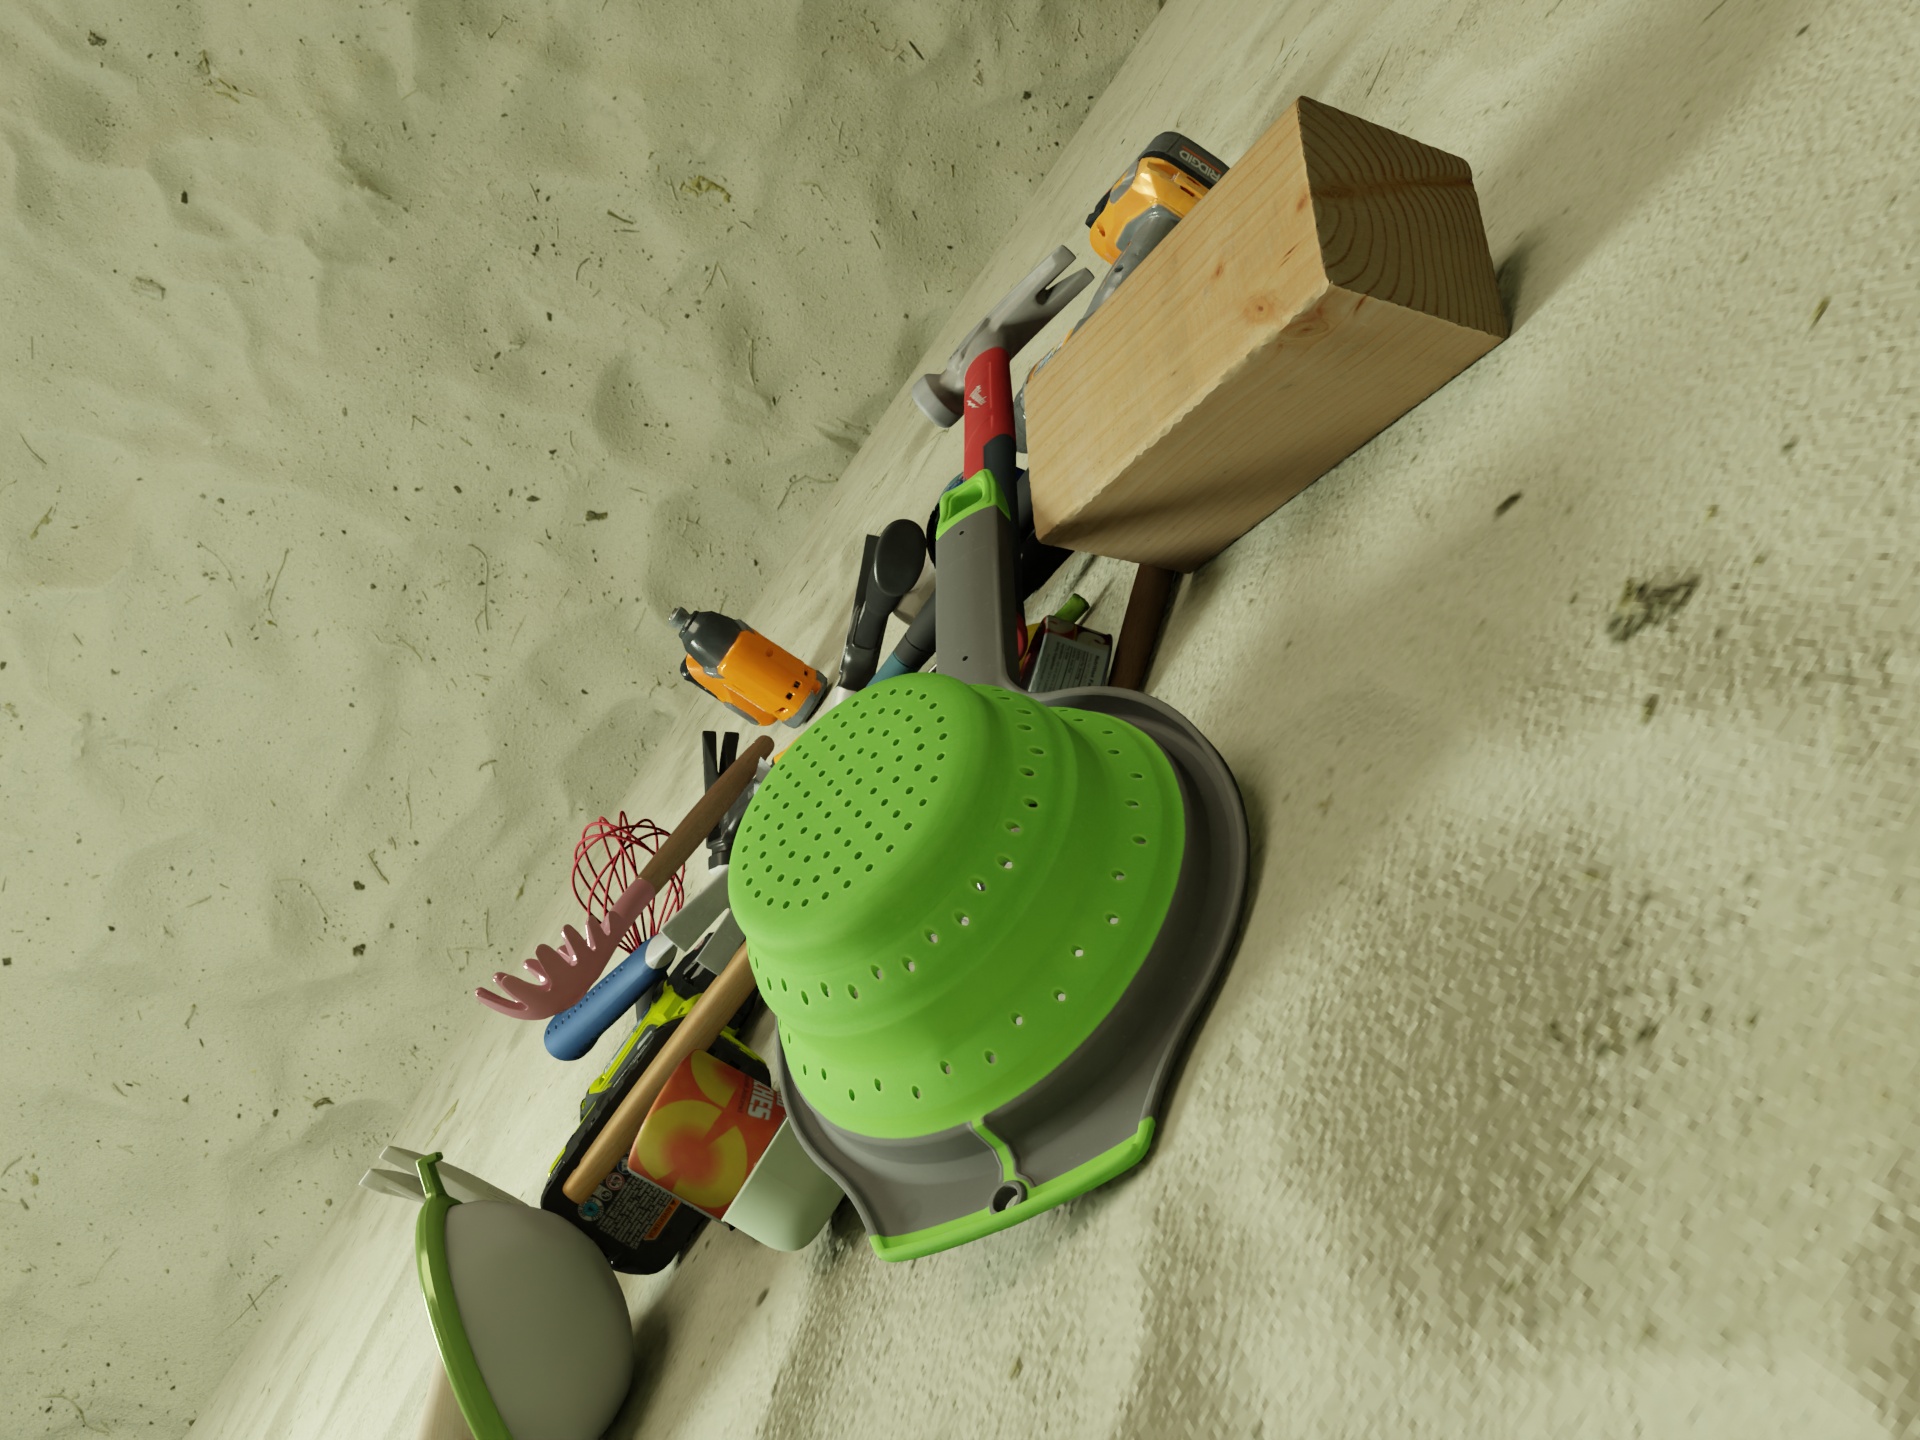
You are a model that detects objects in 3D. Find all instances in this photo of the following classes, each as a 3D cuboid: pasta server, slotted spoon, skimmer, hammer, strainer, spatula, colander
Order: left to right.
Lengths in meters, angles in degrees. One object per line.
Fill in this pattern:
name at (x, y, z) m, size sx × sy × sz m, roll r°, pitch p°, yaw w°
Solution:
hammer at (-0.264, 0.359, 0.797) m, size 0.038 × 0.146 × 0.411 m, roll -53°, pitch 17°, yaw 8°
strainer at (-0.179, 0.306, 0.717) m, size 0.069 × 0.151 × 0.257 m, roll -25°, pitch 30°, yaw -11°
pasta server at (-0.177, 0.078, 0.924) m, size 0.060 × 0.040 × 0.316 m, roll -34°, pitch 12°, yaw 29°
hammer at (-0.170, 0.130, 0.902) m, size 0.405 × 0.035 × 0.144 m, roll -42°, pitch 11°, yaw 52°
slotted spoon at (-0.098, 0.112, 0.815) m, size 0.314 × 0.031 × 0.070 m, roll -53°, pitch 2°, yaw -16°
hammer at (-0.124, 0.023, 1.235) m, size 0.337 × 0.034 × 0.127 m, roll -31°, pitch 60°, yaw 54°
hammer at (-0.056, -0.091, 1.129) m, size 0.335 × 0.035 × 0.146 m, roll 137°, pitch 145°, yaw -80°
hammer at (-0.024, -0.051, 1.006) m, size 0.331 × 0.033 × 0.128 m, roll -51°, pitch -15°, yaw 24°
colander at (-0.013, -0.003, 0.609) m, size 0.204 × 0.094 × 0.398 m, roll -30°, pitch 36°, yaw 23°
skimmer at (-0.002, -0.003, 0.950) m, size 0.363 × 0.090 × 0.127 m, roll -46°, pitch 11°, yaw -3°
hammer at (0.028, -0.156, 0.908) m, size 0.143 × 0.038 × 0.387 m, roll -40°, pitch 25°, yaw 24°
hammer at (0.037, -0.149, 1.166) m, size 0.130 × 0.031 × 0.331 m, roll -59°, pitch 14°, yaw -14°
spatula at (0.102, -0.119, 0.825) m, size 0.082 × 0.044 × 0.318 m, roll 112°, pitch 179°, yaw -48°

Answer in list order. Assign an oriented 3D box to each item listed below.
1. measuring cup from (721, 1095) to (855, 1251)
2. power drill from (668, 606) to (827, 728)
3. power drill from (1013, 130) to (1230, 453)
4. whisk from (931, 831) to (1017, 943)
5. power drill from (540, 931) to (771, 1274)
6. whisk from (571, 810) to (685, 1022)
measuring cup at (-0.058, 0.181, 0.702) m, size 0.083 × 0.038 × 0.167 m, roll -58°, pitch -4°, yaw 3°
power drill at (-0.226, -0.059, 1.613) m, size 0.084 × 0.164 × 0.226 m, roll -57°, pitch 11°, yaw -6°
power drill at (0.110, -0.312, 1.214) m, size 0.226 × 0.084 × 0.185 m, roll -65°, pitch 14°, yaw -19°
whisk at (-0.019, 0.079, 0.757) m, size 0.070 × 0.070 × 0.284 m, roll -58°, pitch 8°, yaw -11°
power drill at (-0.165, 0.205, 0.924) m, size 0.171 × 0.080 × 0.223 m, roll -55°, pitch 10°, yaw 3°
whisk at (-0.214, 0.149, 1.071) m, size 0.295 × 0.073 × 0.073 m, roll 96°, pitch -164°, yaw -54°
